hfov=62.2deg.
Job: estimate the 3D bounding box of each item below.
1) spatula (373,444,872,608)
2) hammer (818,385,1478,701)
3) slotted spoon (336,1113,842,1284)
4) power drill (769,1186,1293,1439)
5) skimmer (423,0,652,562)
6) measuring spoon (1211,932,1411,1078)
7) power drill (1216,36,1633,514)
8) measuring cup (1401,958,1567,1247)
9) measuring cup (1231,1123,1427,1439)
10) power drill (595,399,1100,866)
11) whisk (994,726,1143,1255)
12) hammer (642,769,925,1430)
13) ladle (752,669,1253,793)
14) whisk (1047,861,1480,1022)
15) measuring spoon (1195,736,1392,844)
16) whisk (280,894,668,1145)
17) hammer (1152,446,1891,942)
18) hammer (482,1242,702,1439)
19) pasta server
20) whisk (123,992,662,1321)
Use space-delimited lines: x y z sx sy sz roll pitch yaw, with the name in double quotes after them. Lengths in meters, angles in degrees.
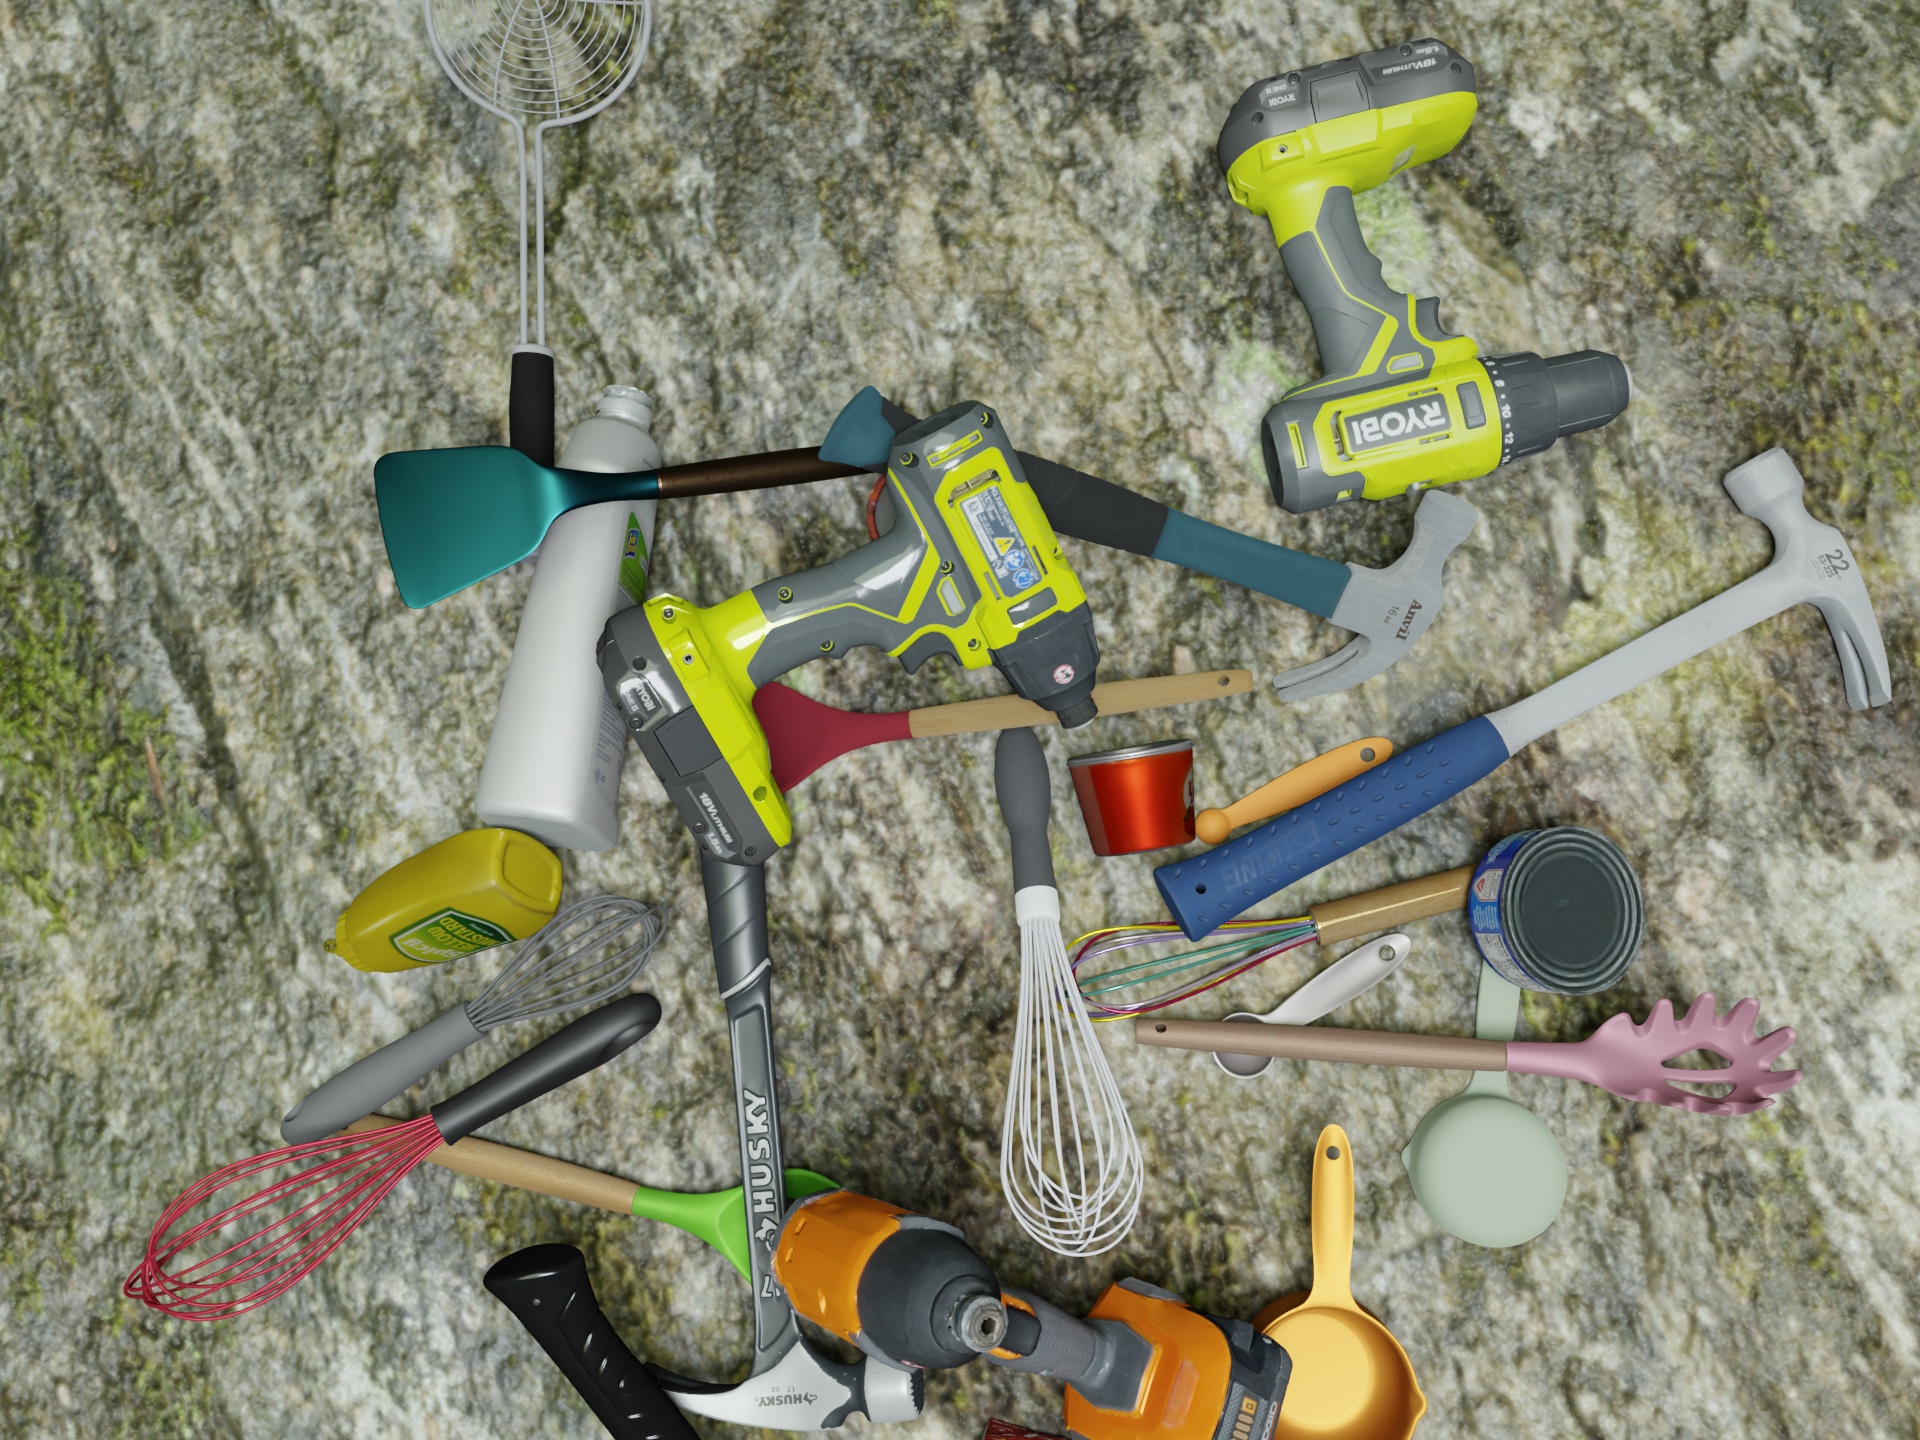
-0.140 -0.126 0.842 0.317 0.044 0.082 -12 80 -25 "spatula"
0.090 -0.103 0.823 0.331 0.033 0.128 17 113 -7 "hammer"
-0.198 0.250 0.858 0.314 0.031 0.070 12 84 8 "slotted spoon"
0.039 0.284 0.727 0.226 0.164 0.084 29 71 -22 "power drill"
-0.236 -0.275 0.896 0.127 0.090 0.363 1 84 -27 "skimmer"
0.187 0.149 0.847 0.124 0.018 0.034 -31 79 -6 "measuring spoon"
0.243 -0.237 0.859 0.190 0.080 0.228 -13 85 4 "power drill"
0.277 0.187 0.819 0.083 0.038 0.167 7 84 6 "measuring cup"
0.185 0.292 0.809 0.095 0.052 0.174 3 81 5 "measuring cup"
-0.047 -0.030 0.780 0.223 0.080 0.171 -29 109 -3 "power drill"
0.042 0.124 0.803 0.070 0.070 0.285 -8 59 4 "whisk"
-0.115 0.156 0.828 0.149 0.036 0.409 -8 82 8 "hammer"
-0.001 -0.003 0.858 0.315 0.031 0.069 -7 80 10 "ladle"
0.165 0.111 0.838 0.245 0.051 0.047 -15 76 0 "whisk"
0.181 0.037 0.861 0.117 0.011 0.021 -25 81 1 "measuring spoon"
-0.263 0.164 0.859 0.239 0.055 0.055 -31 81 0 "whisk"
0.291 0.009 0.827 0.405 0.035 0.144 -27 82 -4 "hammer"
-0.123 0.394 0.782 0.146 0.035 0.334 -34 99 5 "hammer"
0.246 0.164 0.800 0.316 0.040 0.060 2 56 10 "pasta server"
-0.291 0.223 0.833 0.296 0.073 0.073 -28 81 -14 "whisk"
